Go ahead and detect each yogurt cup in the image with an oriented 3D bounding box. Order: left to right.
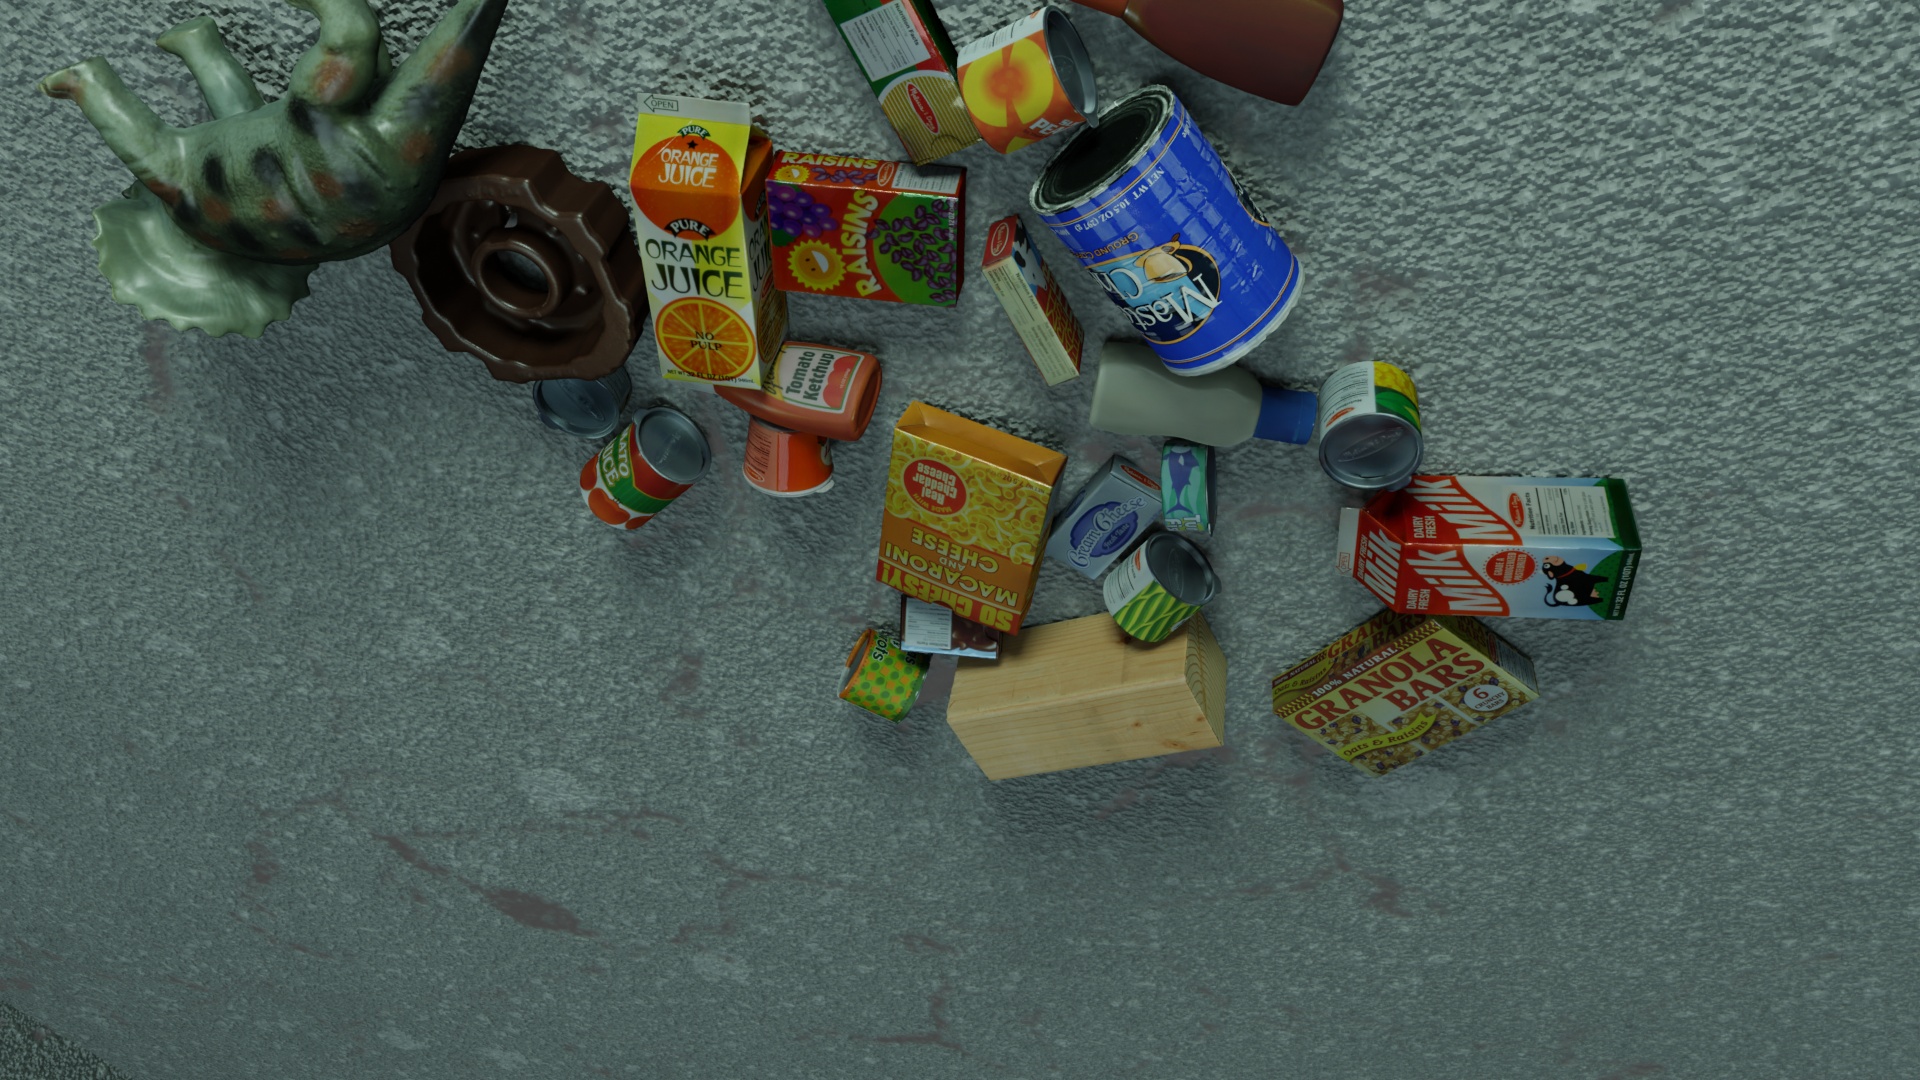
[{"bbox_3d":[-0.126,-0.072,1.021,0.072,0.073,0.053,9,127,5],"label":"yogurt cup"}]

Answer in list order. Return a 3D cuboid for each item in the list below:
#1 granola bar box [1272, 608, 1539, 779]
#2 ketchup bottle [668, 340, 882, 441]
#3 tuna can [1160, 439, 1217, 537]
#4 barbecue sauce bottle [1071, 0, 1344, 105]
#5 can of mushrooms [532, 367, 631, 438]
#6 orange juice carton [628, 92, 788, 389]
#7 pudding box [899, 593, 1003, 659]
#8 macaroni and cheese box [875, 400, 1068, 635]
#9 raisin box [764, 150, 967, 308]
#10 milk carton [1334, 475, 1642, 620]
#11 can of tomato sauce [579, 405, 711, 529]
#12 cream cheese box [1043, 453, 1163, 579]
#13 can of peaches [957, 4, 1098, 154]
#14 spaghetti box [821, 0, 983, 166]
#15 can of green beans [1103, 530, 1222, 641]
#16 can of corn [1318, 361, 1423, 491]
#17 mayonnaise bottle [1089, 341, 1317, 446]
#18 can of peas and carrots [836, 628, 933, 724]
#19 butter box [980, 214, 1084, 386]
[{"bbox_3d":[0.352,0.117,1.111,0.124,0.039,0.164,33,133,-19],"label":"granola bar box"},{"bbox_3d":[-0.134,-0.114,0.985,0.149,0.065,0.043,13,155,13],"label":"ketchup bottle"},{"bbox_3d":[0.162,-0.037,0.982,0.033,0.071,0.070,-1,134,16],"label":"tuna can"},{"bbox_3d":[0.128,-0.291,0.758,0.148,0.044,0.064,18,135,-4],"label":"barbecue sauce bottle"},{"bbox_3d":[-0.284,-0.111,1.040,0.071,0.034,0.070,6,135,6],"label":"can of mushrooms"},{"bbox_3d":[-0.161,-0.197,0.897,0.072,0.073,0.191,7,135,6],"label":"orange juice carton"},{"bbox_3d":[-0.006,0.068,1.139,0.084,0.030,0.049,4,98,10],"label":"pudding box"},{"bbox_3d":[0.004,-0.013,1.048,0.124,0.040,0.165,21,136,10],"label":"macaroni and cheese box"},{"bbox_3d":[-0.060,-0.200,0.895,0.123,0.040,0.085,6,136,5],"label":"raisin box"},{"bbox_3d":[0.362,0.004,0.972,0.190,0.074,0.072,2,134,12],"label":"milk carton"},{"bbox_3d":[-0.243,-0.055,1.061,0.071,0.071,0.082,39,131,-23],"label":"can of tomato sauce"},{"bbox_3d":[0.108,-0.016,1.048,0.053,0.024,0.103,28,133,-13],"label":"cream cheese box"},{"bbox_3d":[0.039,-0.259,0.792,0.058,0.071,0.071,-16,128,27],"label":"can of peaches"},{"bbox_3d":[-0.060,-0.327,0.777,0.050,0.029,0.249,-14,129,25],"label":"spaghetti box"},{"bbox_3d":[0.151,0.036,1.059,0.071,0.071,0.057,29,134,-15],"label":"can of green beans"},{"bbox_3d":[0.274,-0.075,0.926,0.071,0.058,0.070,7,135,7],"label":"can of corn"},{"bbox_3d":[0.165,-0.094,0.946,0.148,0.041,0.064,10,137,2],"label":"mayonnaise bottle"},{"bbox_3d":[-0.065,0.114,1.189,0.059,0.071,0.070,26,134,-11],"label":"can of peas and carrots"},{"bbox_3d":[0.048,-0.155,0.904,0.024,0.053,0.103,-17,129,24],"label":"butter box"}]
